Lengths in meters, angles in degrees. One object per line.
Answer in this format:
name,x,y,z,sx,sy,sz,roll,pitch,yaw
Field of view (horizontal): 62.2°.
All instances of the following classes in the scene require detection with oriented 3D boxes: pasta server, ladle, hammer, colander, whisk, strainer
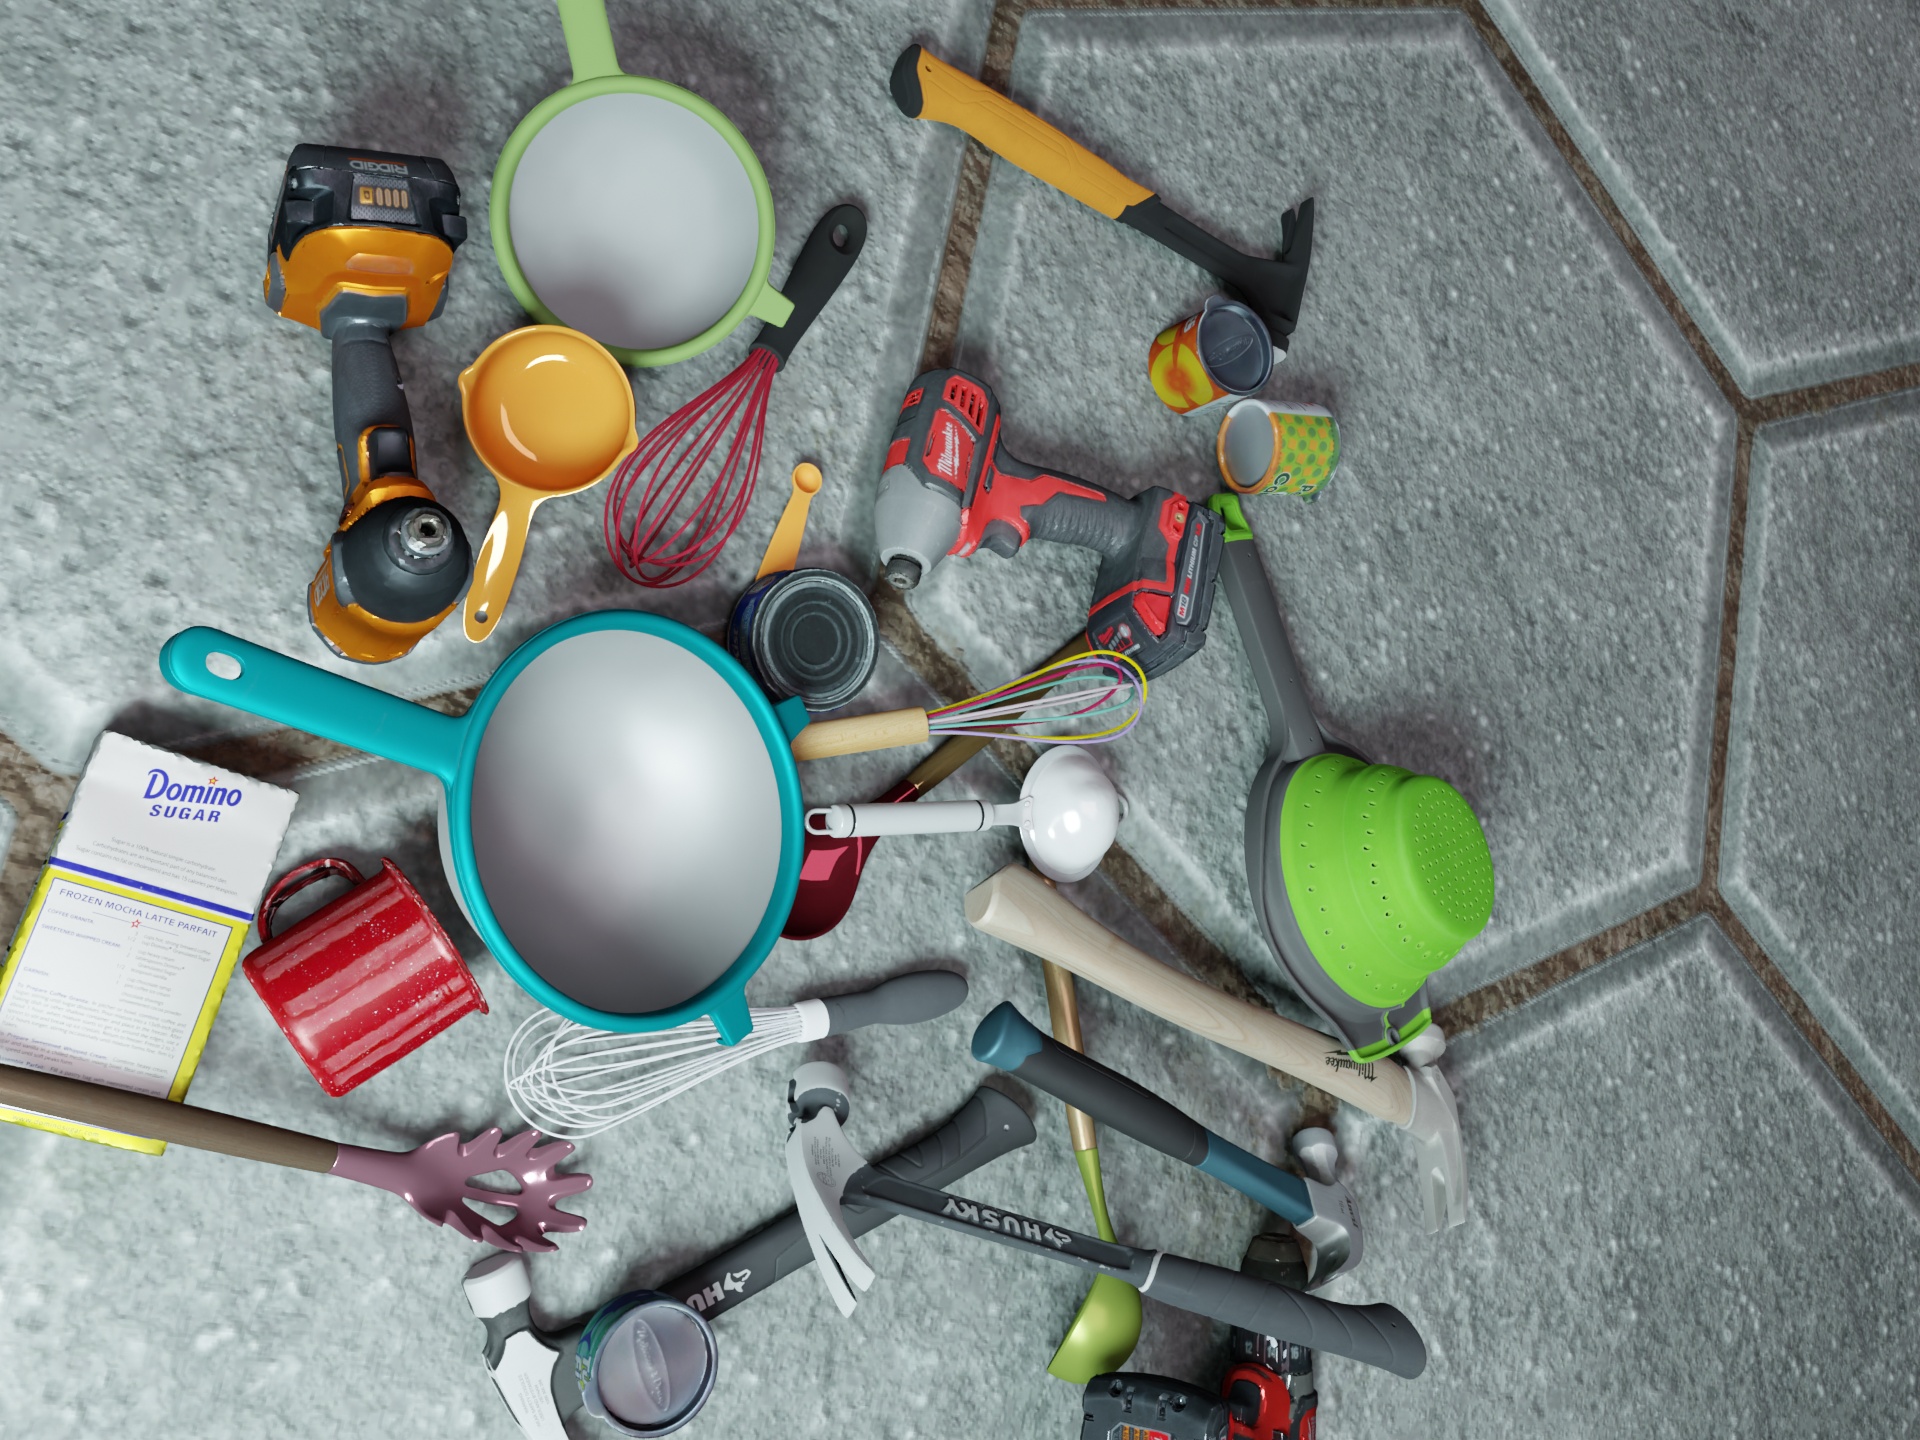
pasta server,-0.313,0.195,0.735,0.316,0.040,0.060,29,52,-38
ladle,0.061,0.238,0.978,0.062,0.078,0.320,-10,79,7
hammer,0.173,0.199,1.011,0.410,0.038,0.146,28,44,-25
hammer,0.134,0.252,0.968,0.330,0.033,0.128,34,29,-28
hammer,0.103,-0.367,1.081,0.336,0.034,0.127,21,75,-26
colander,0.262,0.022,1.063,0.204,0.094,0.397,-11,82,-46
whisk,-0.002,-0.005,0.951,0.245,0.051,0.047,-9,131,-16
strainer,0.019,0.058,0.956,0.258,0.050,0.087,0,88,-35
strainer,-0.231,0.032,0.778,0.340,0.095,0.211,26,64,-41
hammer,-0.094,0.297,0.886,0.334,0.035,0.146,-21,94,-30
whisk,-0.121,-0.197,0.921,0.073,0.073,0.296,36,61,-21
strainer,-0.188,-0.324,0.861,0.151,0.069,0.256,-12,110,-2
ladle,-0.013,0.026,0.971,0.315,0.031,0.069,-39,102,-30
hammer,0.092,0.305,0.885,0.408,0.149,0.036,22,113,-18
whisk,-0.112,0.174,0.882,0.284,0.070,0.070,-5,86,-35

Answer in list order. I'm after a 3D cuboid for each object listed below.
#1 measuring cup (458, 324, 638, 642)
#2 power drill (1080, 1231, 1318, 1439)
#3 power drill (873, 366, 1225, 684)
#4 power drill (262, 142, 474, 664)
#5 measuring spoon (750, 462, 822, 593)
measuring cup,-0.232,-0.127,0.855,0.095,0.052,0.173,19,100,-12
power drill,0.157,0.414,0.953,0.226,0.080,0.188,17,75,-57
power drill,0.049,-0.112,0.987,0.219,0.078,0.143,25,63,-20
power drill,-0.277,-0.151,0.762,0.084,0.164,0.226,-4,84,-30
measuring spoon,-0.108,-0.099,0.943,0.021,0.011,0.117,24,76,-30
